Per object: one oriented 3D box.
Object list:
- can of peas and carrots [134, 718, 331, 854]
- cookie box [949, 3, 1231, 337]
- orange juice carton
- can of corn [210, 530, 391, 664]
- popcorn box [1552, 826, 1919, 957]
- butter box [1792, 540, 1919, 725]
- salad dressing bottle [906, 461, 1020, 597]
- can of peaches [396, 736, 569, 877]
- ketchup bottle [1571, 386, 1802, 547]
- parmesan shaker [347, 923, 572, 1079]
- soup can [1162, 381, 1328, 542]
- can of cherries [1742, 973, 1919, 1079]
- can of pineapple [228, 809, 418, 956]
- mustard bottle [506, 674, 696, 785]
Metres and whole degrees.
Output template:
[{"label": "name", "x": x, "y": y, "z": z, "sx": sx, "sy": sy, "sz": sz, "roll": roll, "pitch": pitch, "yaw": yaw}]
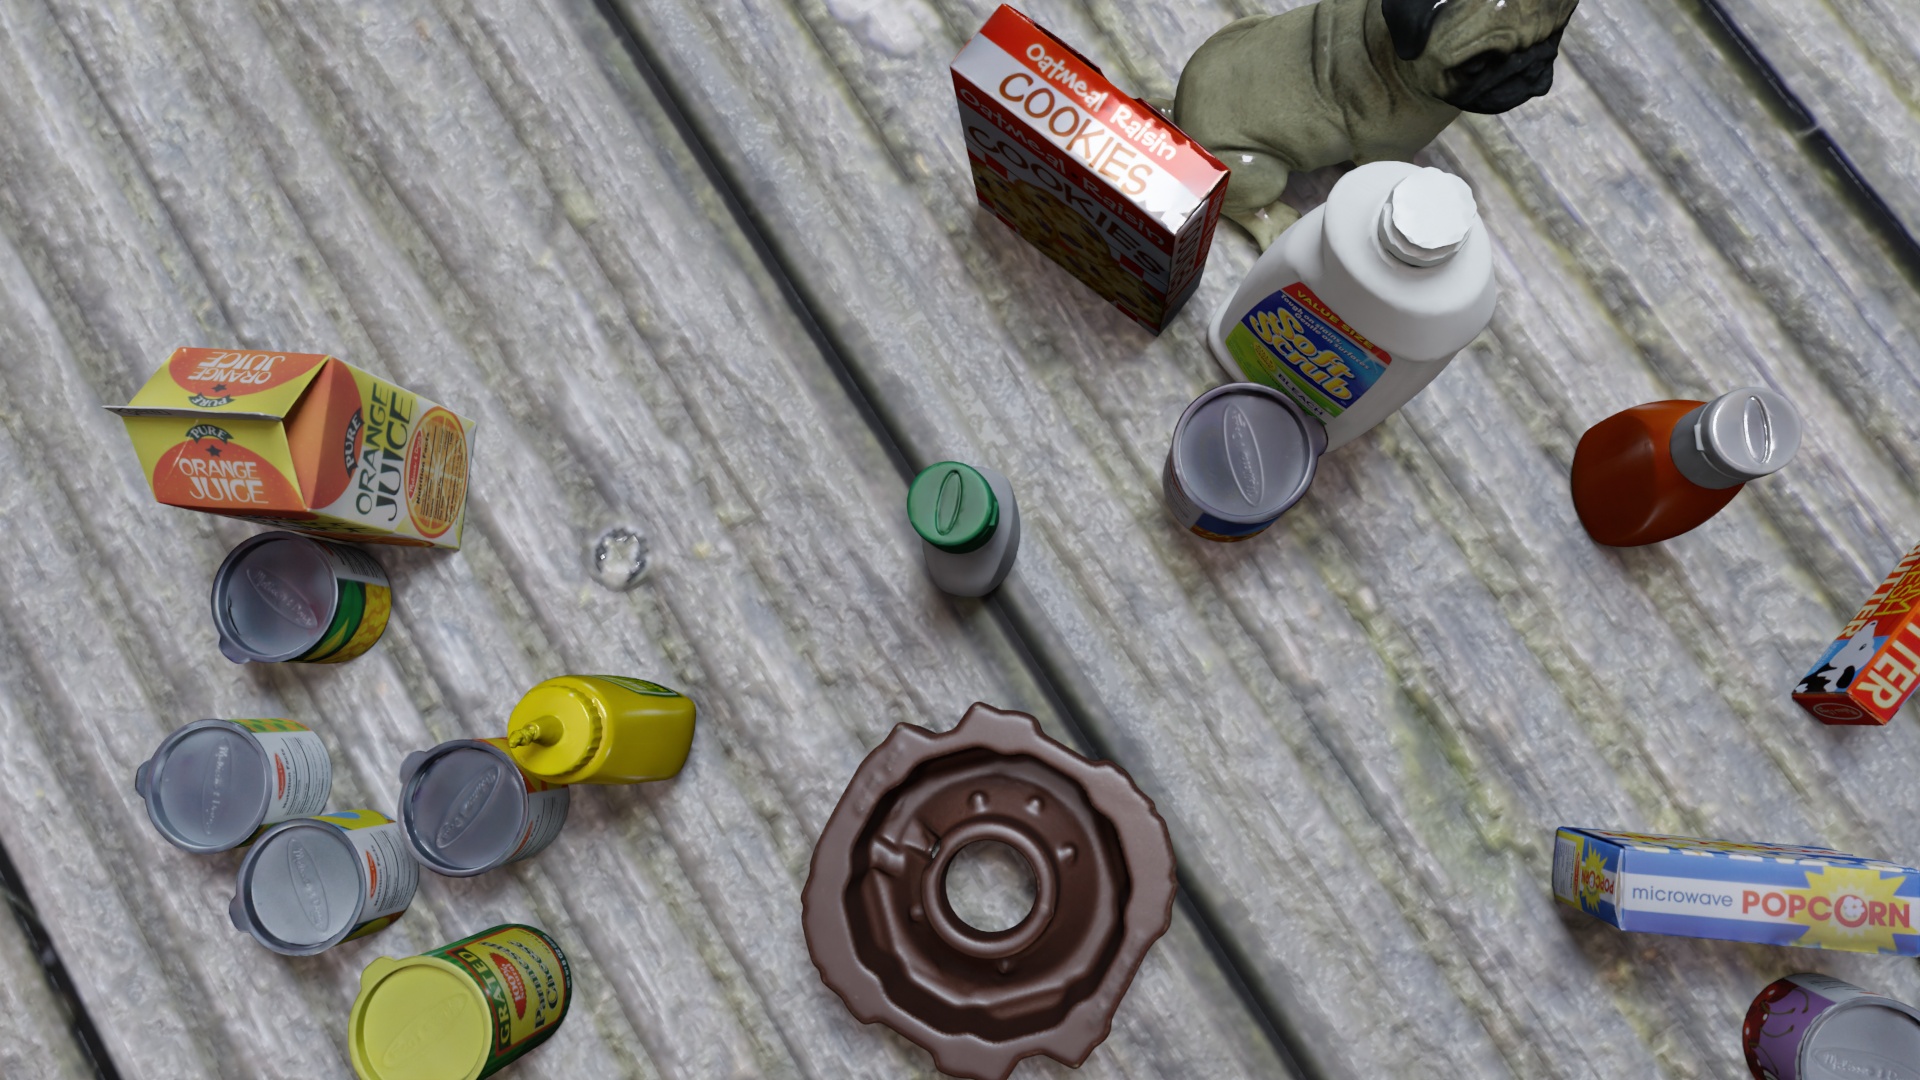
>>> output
[{"label": "can of peas and carrots", "x": -0.370, "y": 0.124, "z": 0.711, "sx": 0.071, "sy": 0.058, "sz": 0.071, "roll": -1, "pitch": 83, "yaw": 5}, {"label": "cookie box", "x": 0.061, "y": -0.167, "z": 0.655, "sx": 0.123, "sy": 0.167, "sz": 0.040, "roll": 39, "pitch": 88, "yaw": 8}, {"label": "orange juice carton", "x": -0.308, "y": -0.043, "z": 0.658, "sx": 0.072, "sy": 0.192, "sz": 0.073, "roll": 4, "pitch": 84, "yaw": 6}, {"label": "can of corn", "x": -0.341, "y": 0.033, "z": 0.720, "sx": 0.071, "sy": 0.058, "sz": 0.071, "roll": -1, "pitch": 83, "yaw": 5}, {"label": "popcorn box", "x": 0.348, "y": 0.157, "z": 0.631, "sx": 0.127, "sy": 0.085, "sz": 0.038, "roll": 4, "pitch": 84, "yaw": 5}, {"label": "butter box", "x": 0.444, "y": 0.041, "z": 0.653, "sx": 0.024, "sy": 0.053, "sz": 0.103, "roll": 41, "pitch": 88, "yaw": 8}, {"label": "salad dressing bottle", "x": 0.002, "y": -0.008, "z": 0.650, "sx": 0.044, "sy": 0.147, "sz": 0.064, "roll": 11, "pitch": 85, "yaw": 6}, {"label": "can of peaches", "x": -0.240, "y": 0.131, "z": 0.699, "sx": 0.071, "sy": 0.058, "sz": 0.071, "roll": -1, "pitch": 83, "yaw": 5}, {"label": "ketchup bottle", "x": 0.322, "y": -0.035, "z": 0.625, "sx": 0.043, "sy": 0.148, "sz": 0.065, "roll": -4, "pitch": 83, "yaw": 5}, {"label": "parmesan shaker", "x": -0.236, "y": 0.221, "z": 0.664, "sx": 0.071, "sy": 0.103, "sz": 0.071, "roll": -1, "pitch": 83, "yaw": 5}, {"label": "soup can", "x": 0.136, "y": -0.036, "z": 0.674, "sx": 0.071, "sy": 0.083, "sz": 0.071, "roll": -1, "pitch": 83, "yaw": 5}, {"label": "can of cherries", "x": 0.400, "y": 0.237, "z": 0.630, "sx": 0.071, "sy": 0.058, "sz": 0.071, "roll": -1, "pitch": 83, "yaw": 5}, {"label": "can of pineapple", "x": -0.319, "y": 0.171, "z": 0.701, "sx": 0.071, "sy": 0.058, "sz": 0.071, "roll": -1, "pitch": 83, "yaw": 5}, {"label": "mustard bottle", "x": -0.171, "y": 0.088, "z": 0.647, "sx": 0.065, "sy": 0.160, "sz": 0.049, "roll": 12, "pitch": 85, "yaw": 6}]
